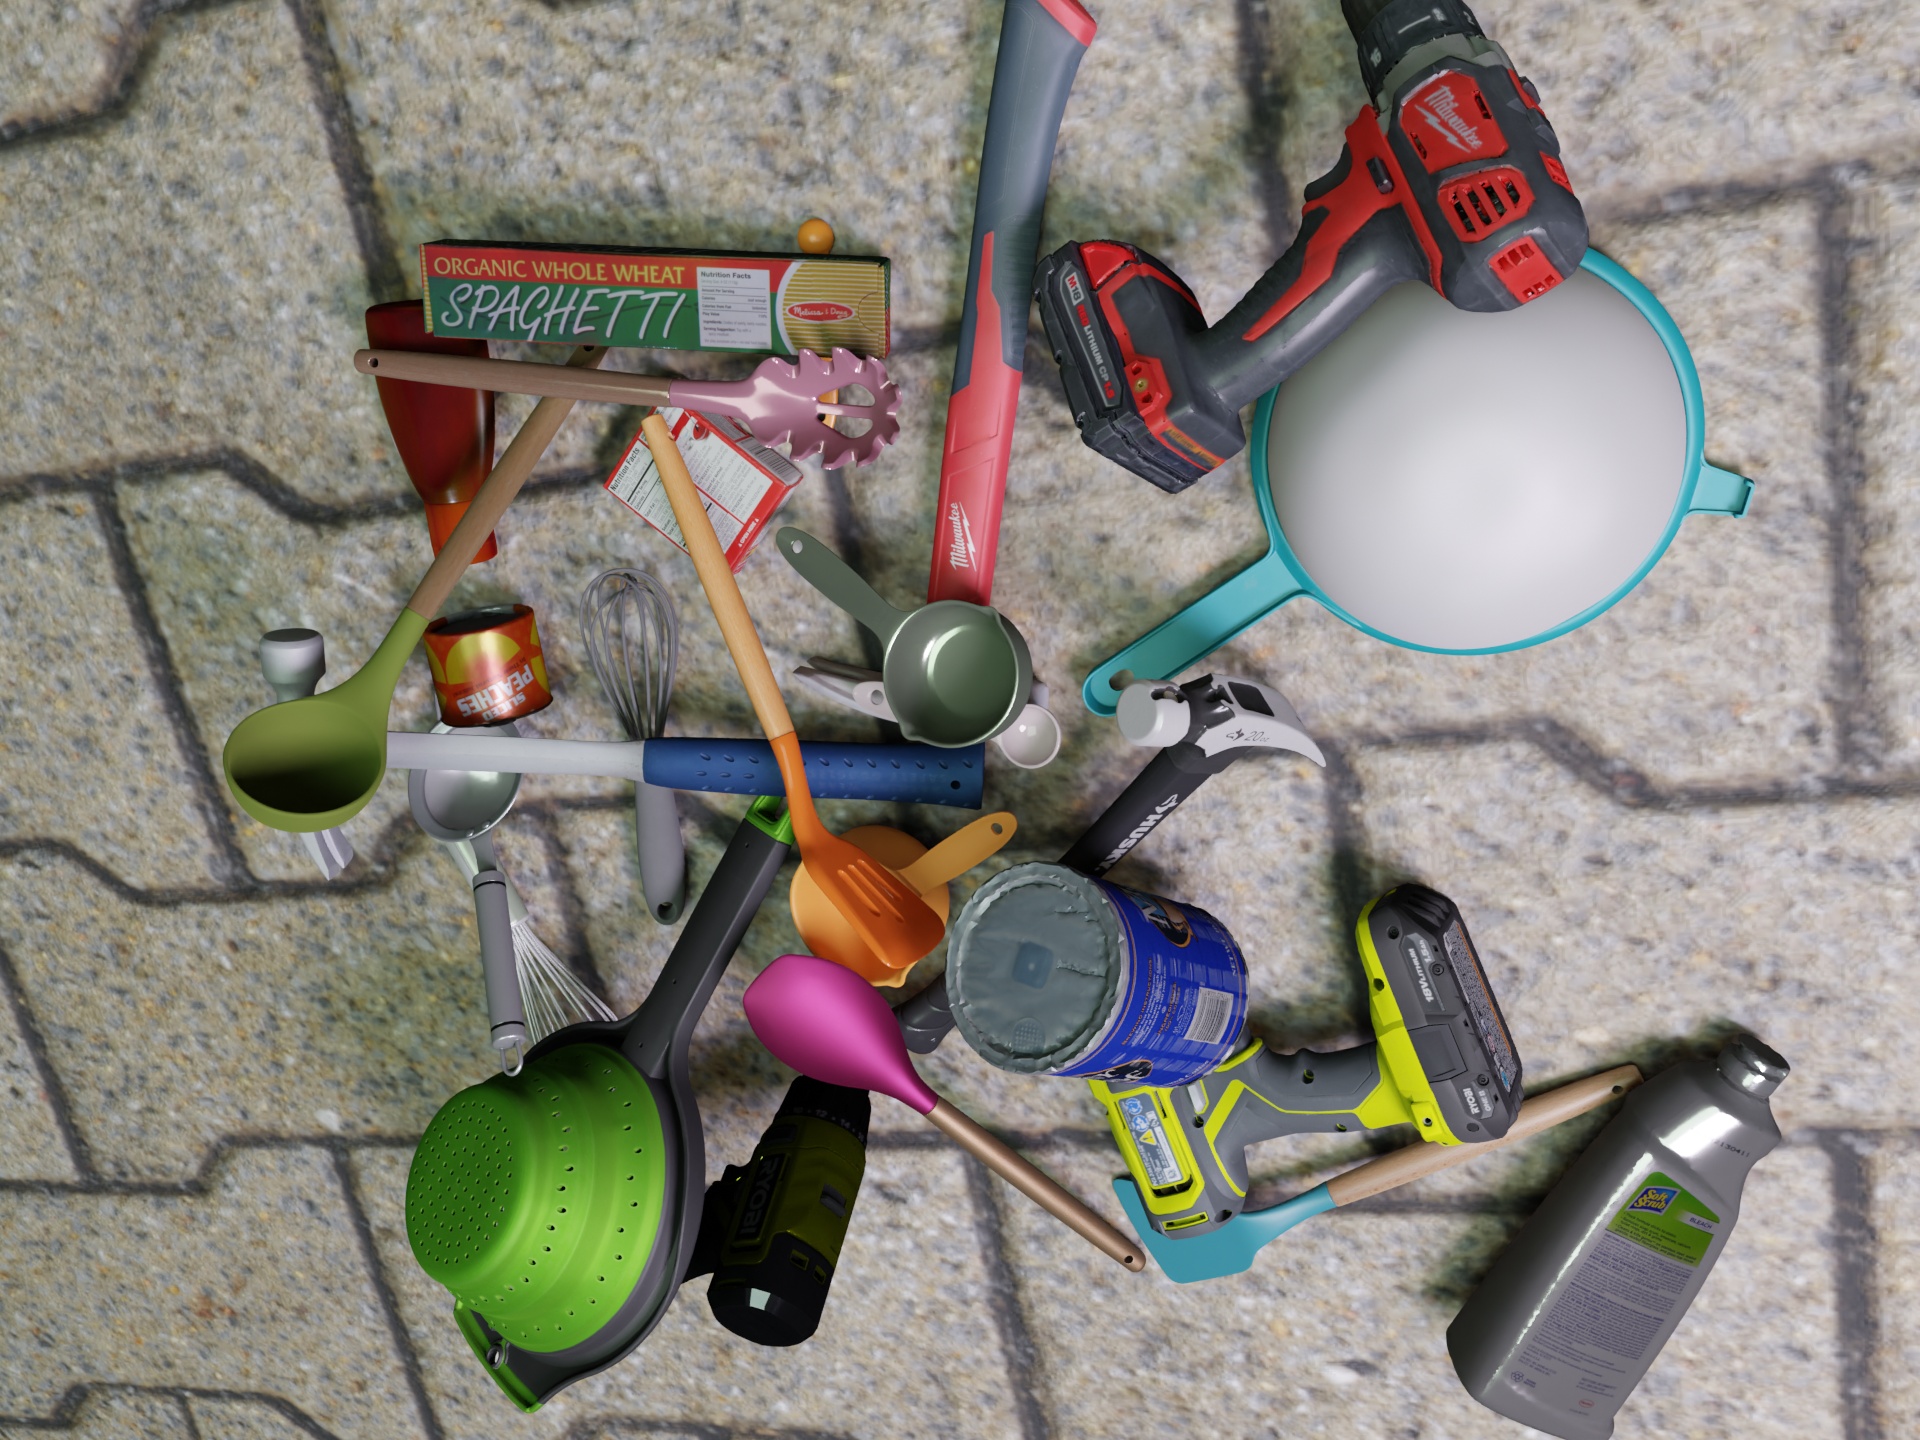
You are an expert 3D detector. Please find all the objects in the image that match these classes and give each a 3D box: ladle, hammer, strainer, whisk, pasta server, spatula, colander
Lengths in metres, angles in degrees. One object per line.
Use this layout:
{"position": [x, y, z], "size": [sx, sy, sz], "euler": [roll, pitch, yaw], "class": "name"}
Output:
{"position": [-0.278, -0.082, 0.848], "size": [0.078, 0.062, 0.320], "euler": [31, 82, 3], "class": "ladle"}
{"position": [-0.001, -0.178, 0.822], "size": [0.143, 0.038, 0.386], "euler": [13, 113, 13], "class": "hammer"}
{"position": [-0.189, 0.028, 0.904], "size": [0.405, 0.035, 0.144], "euler": [3, 110, 1], "class": "hammer"}
{"position": [0.190, -0.086, 0.768], "size": [0.340, 0.095, 0.211], "euler": [-34, 98, 24], "class": "strainer"}
{"position": [-0.189, 0.020, 0.951], "size": [0.055, 0.055, 0.238], "euler": [5, 116, 15], "class": "whisk"}
{"position": [-0.286, 0.139, 1.026], "size": [0.058, 0.059, 0.246], "euler": [-18, 102, 56], "class": "whisk"}
{"position": [-0.283, 0.092, 0.953], "size": [0.087, 0.050, 0.259], "euler": [-25, 59, 13], "class": "strainer"}
{"position": [-0.179, -0.175, 0.835], "size": [0.316, 0.040, 0.060], "euler": [8, 100, 12], "class": "pasta server"}
{"position": [0.239, 0.259, 0.926], "size": [0.317, 0.044, 0.082], "euler": [-28, 99, 19], "class": "spatula"}
{"position": [0.061, 0.091, 0.879], "size": [0.334, 0.146, 0.035], "euler": [-50, 52, 36], "class": "hammer"}
{"position": [-0.097, -0.018, 0.850], "size": [0.041, 0.081, 0.322], "euler": [-23, 89, 22], "class": "spatula"}
{"position": [-0.213, 0.198, 0.918], "size": [0.205, 0.094, 0.397], "euler": [28, 90, 42], "class": "colander"}

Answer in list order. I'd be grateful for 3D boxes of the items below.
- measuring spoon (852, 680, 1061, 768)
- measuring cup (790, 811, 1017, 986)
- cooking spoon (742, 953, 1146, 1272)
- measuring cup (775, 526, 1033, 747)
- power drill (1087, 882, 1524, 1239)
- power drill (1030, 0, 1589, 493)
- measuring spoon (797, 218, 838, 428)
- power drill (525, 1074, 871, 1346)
{"position": [-0.001, -0.003, 0.862], "size": [0.124, 0.018, 0.034], "euler": [14, 100, 22], "class": "measuring spoon"}
{"position": [-0.021, 0.085, 0.908], "size": [0.173, 0.052, 0.095], "euler": [-34, 91, 33], "class": "measuring cup"}
{"position": [0.000, 0.243, 0.948], "size": [0.318, 0.017, 0.069], "euler": [41, 95, -19], "class": "cooking spoon"}
{"position": [-0.032, -0.051, 0.843], "size": [0.168, 0.038, 0.083], "euler": [40, 105, 19], "class": "measuring cup"}
{"position": [0.176, 0.179, 0.879], "size": [0.223, 0.080, 0.171], "euler": [-23, 88, 26], "class": "power drill"}
{"position": [0.145, -0.227, 0.714], "size": [0.226, 0.080, 0.188], "euler": [-29, 63, 30], "class": "power drill"}
{"position": [-0.077, -0.206, 0.848], "size": [0.021, 0.011, 0.116], "euler": [6, 112, 15], "class": "measuring spoon"}
{"position": [-0.152, 0.288, 0.982], "size": [0.228, 0.191, 0.080], "euler": [-20, 126, 34], "class": "power drill"}
